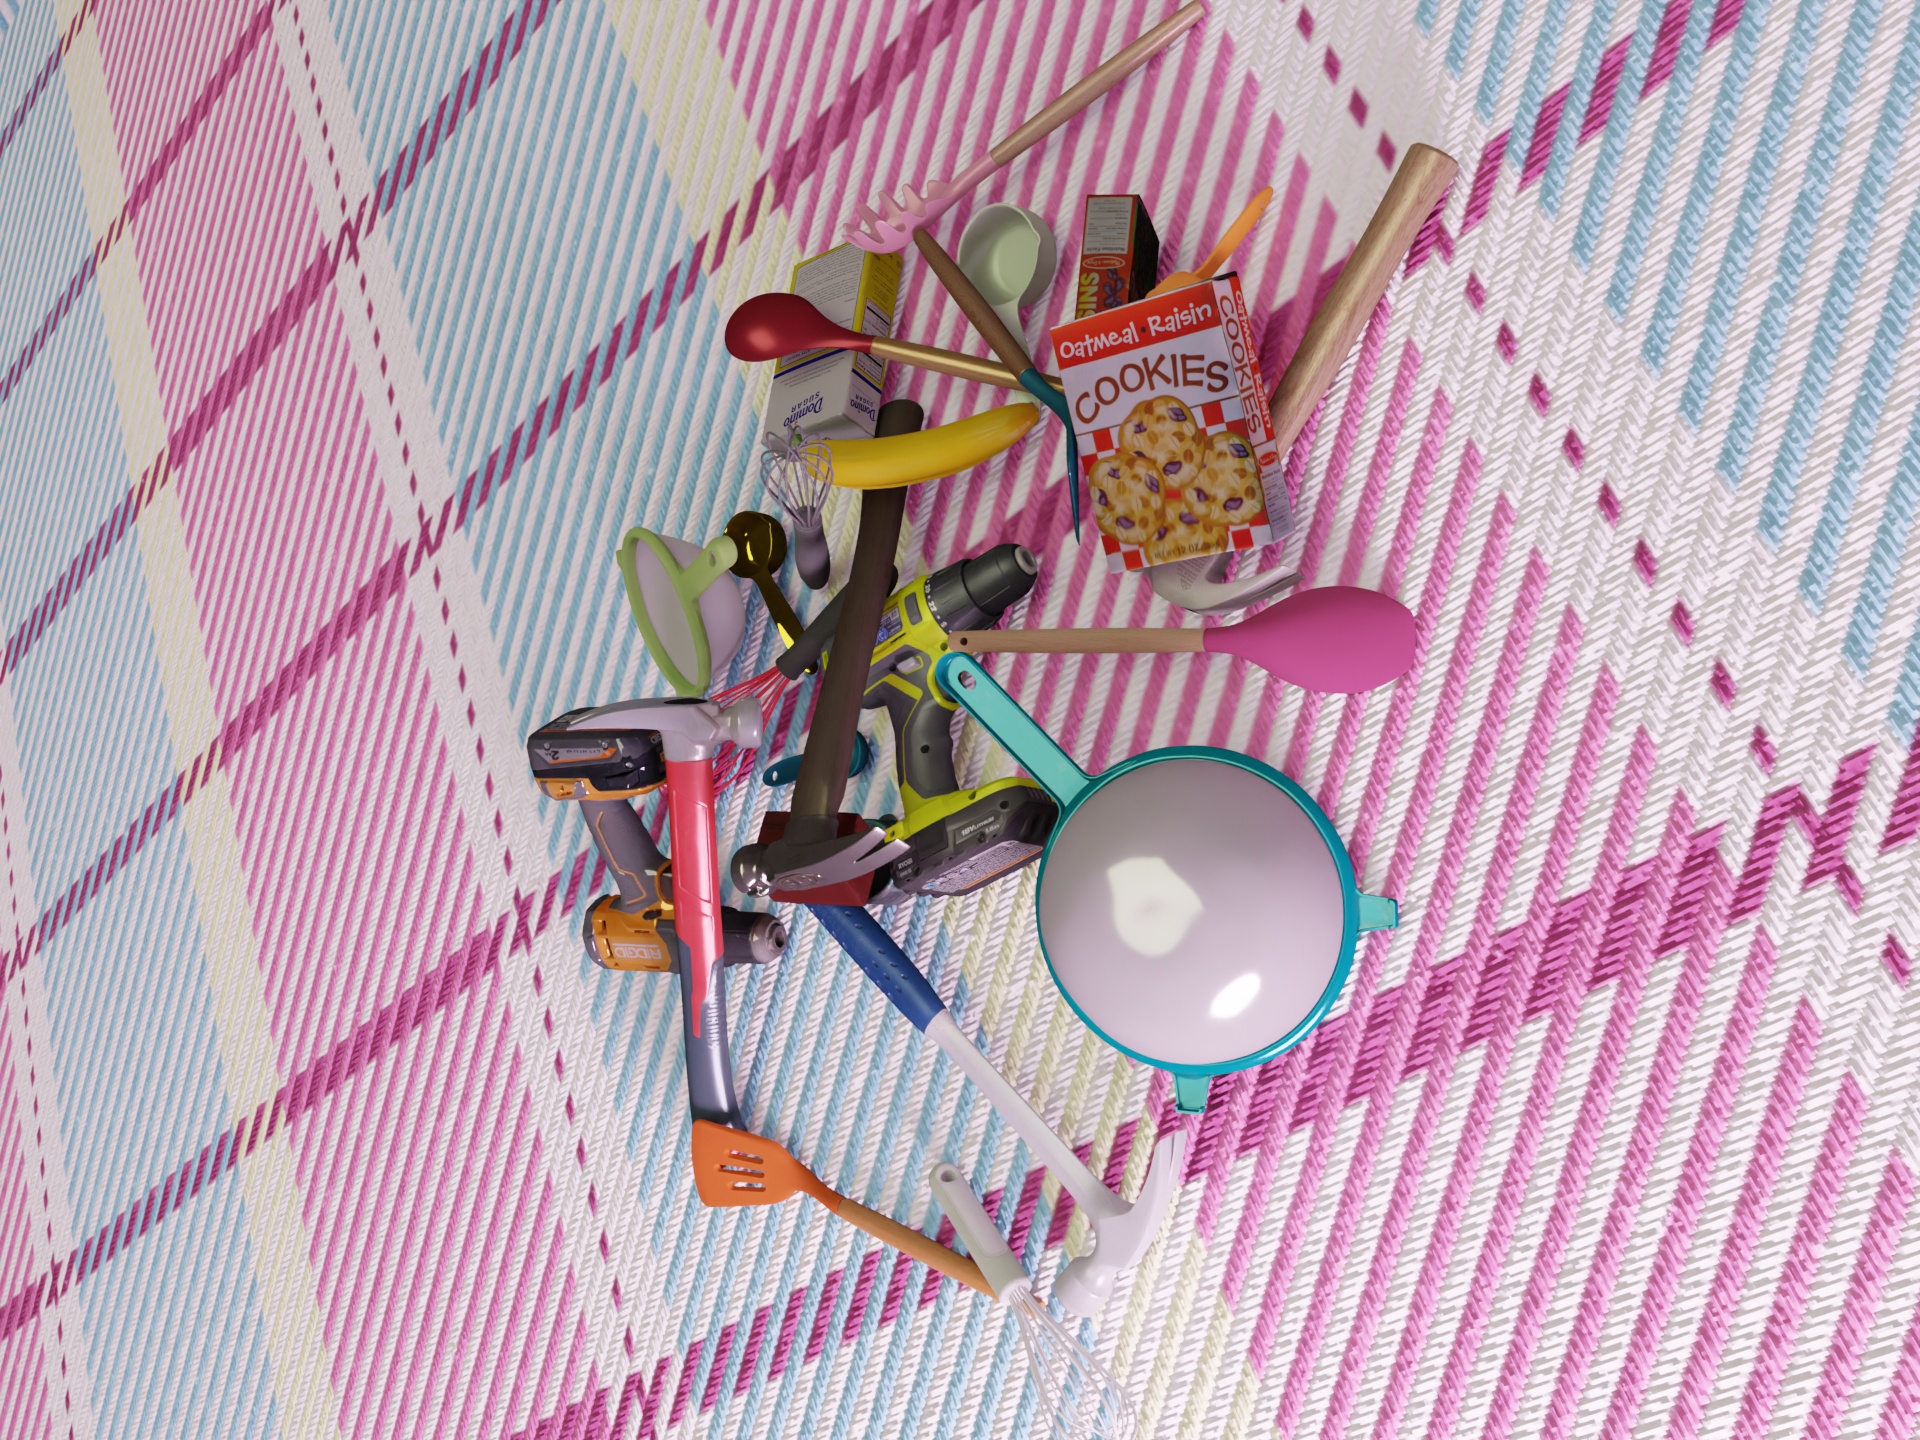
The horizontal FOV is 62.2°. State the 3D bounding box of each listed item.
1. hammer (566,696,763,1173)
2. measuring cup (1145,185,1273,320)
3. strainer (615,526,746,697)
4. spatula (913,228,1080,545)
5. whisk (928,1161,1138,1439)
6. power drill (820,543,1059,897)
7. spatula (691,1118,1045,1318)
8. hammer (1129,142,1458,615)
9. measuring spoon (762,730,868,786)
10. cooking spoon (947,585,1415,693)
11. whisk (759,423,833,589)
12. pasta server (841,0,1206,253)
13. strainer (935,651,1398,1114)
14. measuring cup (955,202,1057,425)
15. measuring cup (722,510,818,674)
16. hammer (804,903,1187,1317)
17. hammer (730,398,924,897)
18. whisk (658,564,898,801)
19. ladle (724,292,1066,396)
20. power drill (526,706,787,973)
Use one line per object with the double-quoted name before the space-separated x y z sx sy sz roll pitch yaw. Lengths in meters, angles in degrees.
"hammer" -0.217 0.172 1.229 0.143 0.038 0.386 -1 106 -3
"measuring cup" 0.180 -0.285 1.073 0.052 0.095 0.173 33 84 26
"strainer" -0.203 -0.110 1.291 0.151 0.069 0.256 66 153 2
"spatula" 0.027 -0.260 1.143 0.044 0.082 0.318 -26 56 -7
"whisk" 0.041 0.388 1.065 0.247 0.057 0.059 48 143 45
"power drill" -0.002 -0.004 1.161 0.190 0.080 0.229 -30 63 31
"spatula" -0.075 0.375 1.178 0.323 0.041 0.081 14 114 37
"hammer" 0.226 -0.218 1.044 0.130 0.031 0.331 39 106 36
"measuring spoon" -0.115 0.035 1.285 0.128 0.021 0.042 -18 73 44
"cooking spoon" 0.137 -0.053 1.053 0.319 0.017 0.069 1 94 25
"whisk" -0.119 -0.153 1.203 0.055 0.238 0.055 0 71 -1
"pasta server" 0.044 -0.446 1.202 0.316 0.040 0.060 -30 34 23
"strainer" 0.091 0.076 1.000 0.340 0.095 0.211 46 105 14
"measuring cup" 0.047 -0.306 1.203 0.083 0.038 0.167 -11 92 40
"measuring cup" -0.150 -0.106 1.332 0.062 0.029 0.157 -36 74 30
"hammer" -0.007 0.216 1.125 0.406 0.035 0.144 44 114 29
"hammer" -0.068 -0.071 1.157 0.146 0.038 0.411 -17 51 40
"whisk" -0.155 -0.030 1.293 0.296 0.073 0.073 -42 60 22
"ladle" -0.042 -0.277 1.205 0.315 0.031 0.069 16 68 17
"power drill" -0.241 0.104 1.284 0.185 0.084 0.226 -1 112 28
